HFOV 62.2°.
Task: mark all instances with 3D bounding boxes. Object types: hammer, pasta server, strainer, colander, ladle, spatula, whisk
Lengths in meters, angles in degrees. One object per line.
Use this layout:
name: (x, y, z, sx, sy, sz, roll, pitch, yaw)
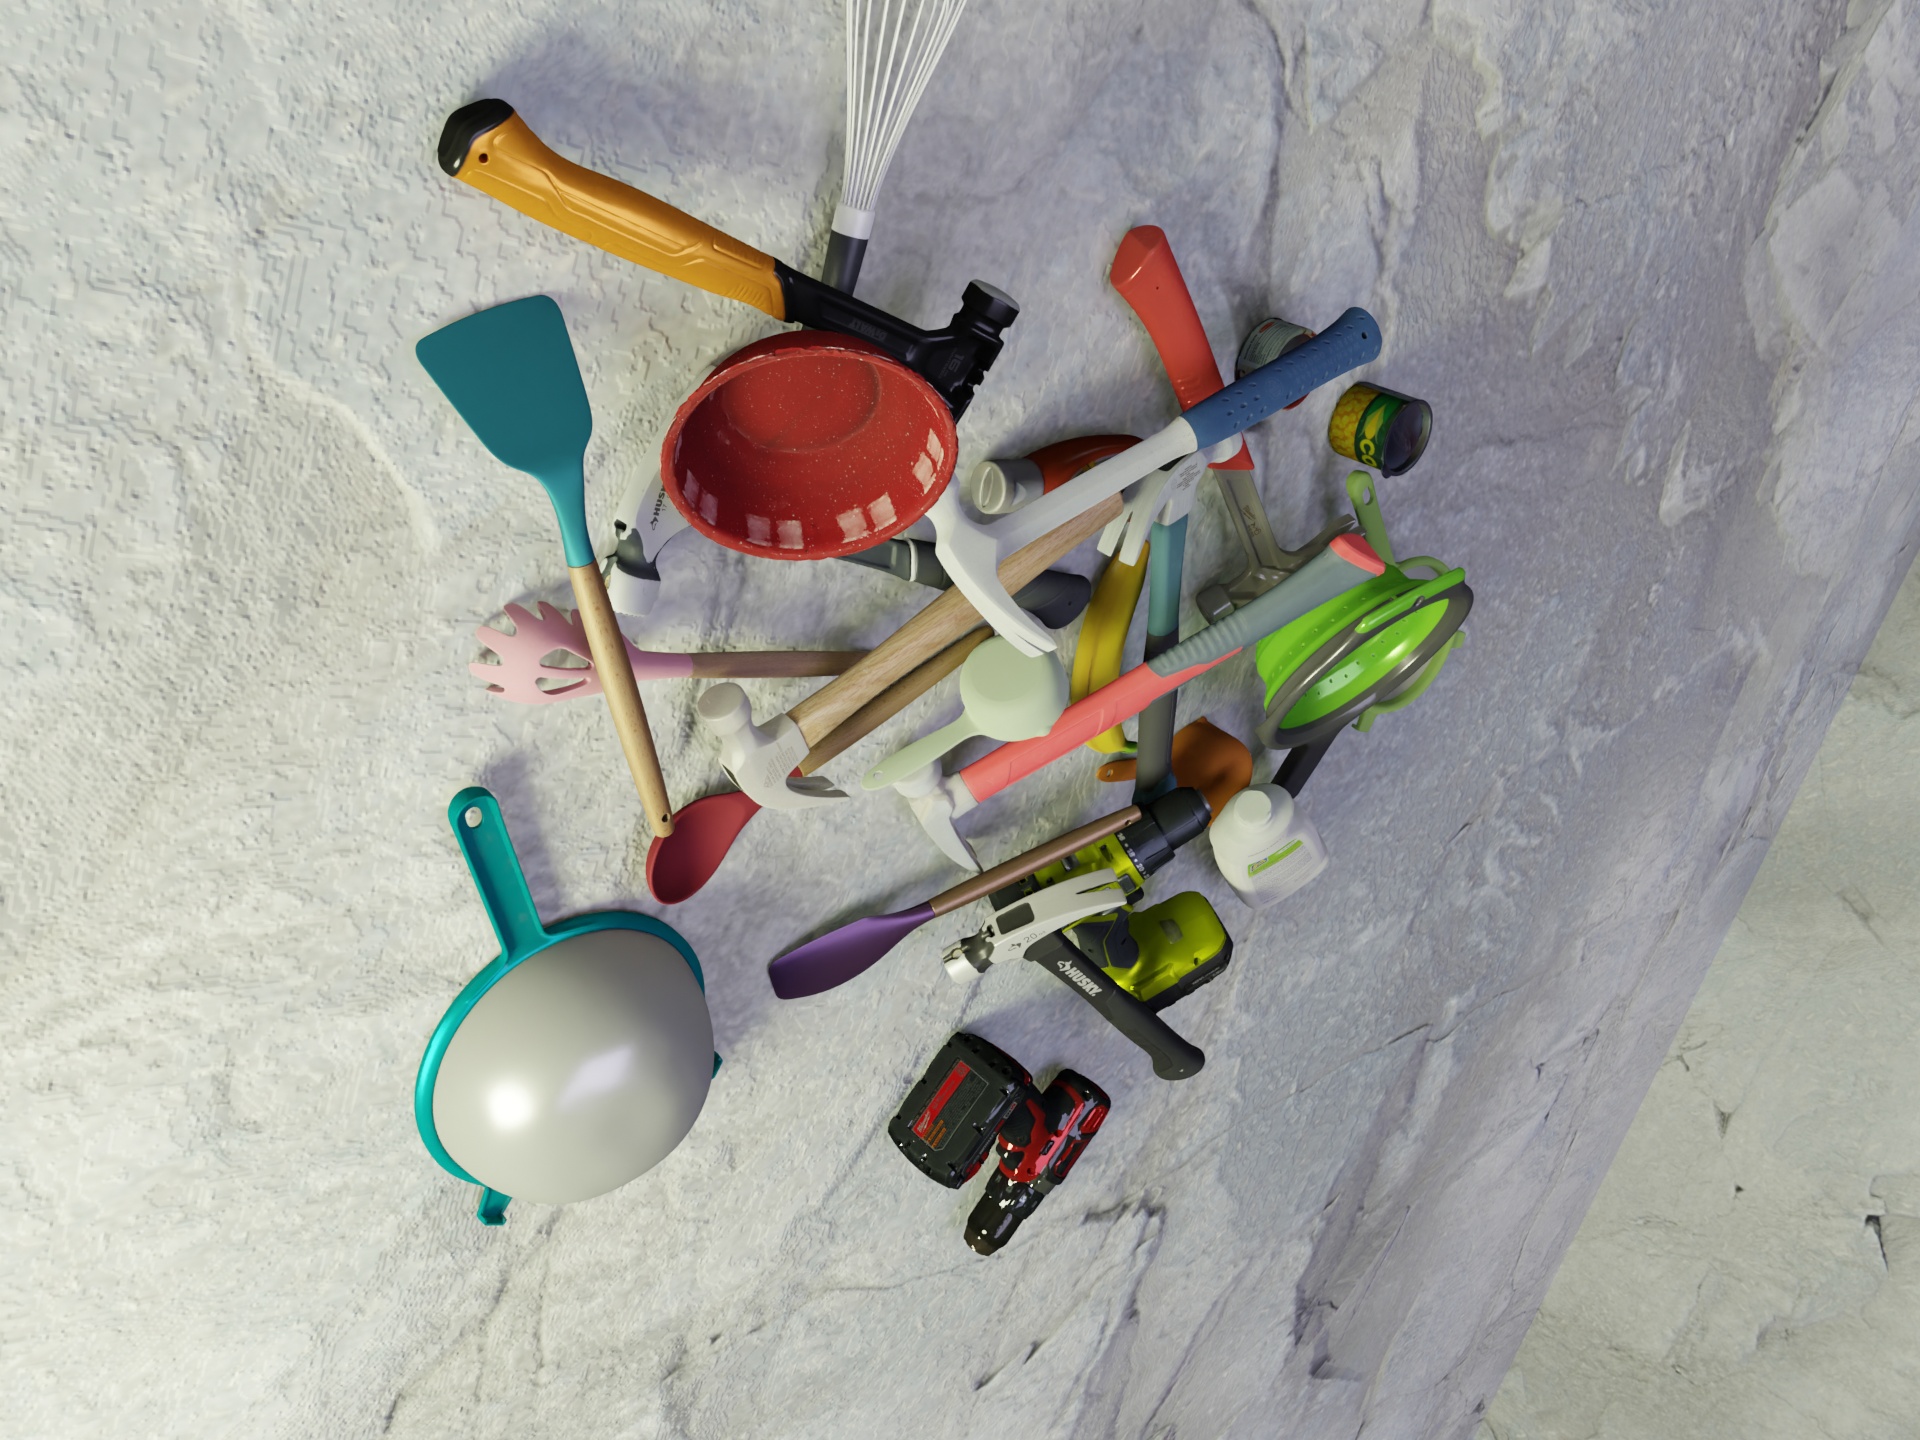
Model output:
hammer: (-0.121, -0.234, 0.857, 0.336, 0.034, 0.127, 16, 114, -40)
hammer: (0.149, -0.186, 1.087, 0.405, 0.035, 0.144, -32, 97, -27)
pasta server: (-0.155, -0.038, 0.993, 0.316, 0.040, 0.060, -3, 117, -48)
strainer: (-0.242, 0.188, 0.993, 0.211, 0.095, 0.340, -32, 135, -27)
hammer: (0.128, 0.228, 1.324, 0.146, 0.035, 0.334, -32, 137, 13)
hammer: (0.141, -0.017, 1.181, 0.386, 0.038, 0.143, -30, 139, 3)
colander: (0.299, -0.035, 1.371, 0.204, 0.095, 0.396, -27, 158, -19)
ladle: (-0.092, 0.019, 1.089, 0.315, 0.031, 0.069, -37, 141, -26)
hammer: (0.156, -0.062, 1.223, 0.128, 0.033, 0.330, -34, 139, -33)
hammer: (-0.019, -0.058, 1.054, 0.331, 0.031, 0.129, -38, 139, -17)
strainer: (0.366, -0.124, 1.433, 0.151, 0.069, 0.256, -40, 128, -16)
hammer: (-0.047, -0.114, 1.043, 0.408, 0.036, 0.149, 8, 108, -48)
spatula: (-0.206, -0.068, 0.876, 0.082, 0.044, 0.317, -33, 129, -33)
spatula: (0.001, 0.135, 1.216, 0.316, 0.018, 0.059, -25, 134, -14)
hammer: (0.200, -0.223, 1.197, 0.149, 0.037, 0.358, -32, 135, 1)
whisk: (-0.052, -0.314, 0.896, 0.070, 0.070, 0.284, -8, 124, -42)

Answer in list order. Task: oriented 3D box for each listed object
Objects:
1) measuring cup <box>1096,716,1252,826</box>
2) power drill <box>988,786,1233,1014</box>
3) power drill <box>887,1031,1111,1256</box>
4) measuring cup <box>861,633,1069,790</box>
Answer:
measuring cup: (0.187, 0.051, 1.368, 0.173, 0.052, 0.095, -2, 116, -47)
power drill: (0.148, 0.155, 1.343, 0.190, 0.080, 0.228, -32, 139, 5)
power drill: (0.030, 0.381, 1.409, 0.188, 0.080, 0.226, -55, 143, -3)
measuring cup: (-0.002, -0.004, 1.120, 0.167, 0.083, 0.038, -31, 148, -5)
